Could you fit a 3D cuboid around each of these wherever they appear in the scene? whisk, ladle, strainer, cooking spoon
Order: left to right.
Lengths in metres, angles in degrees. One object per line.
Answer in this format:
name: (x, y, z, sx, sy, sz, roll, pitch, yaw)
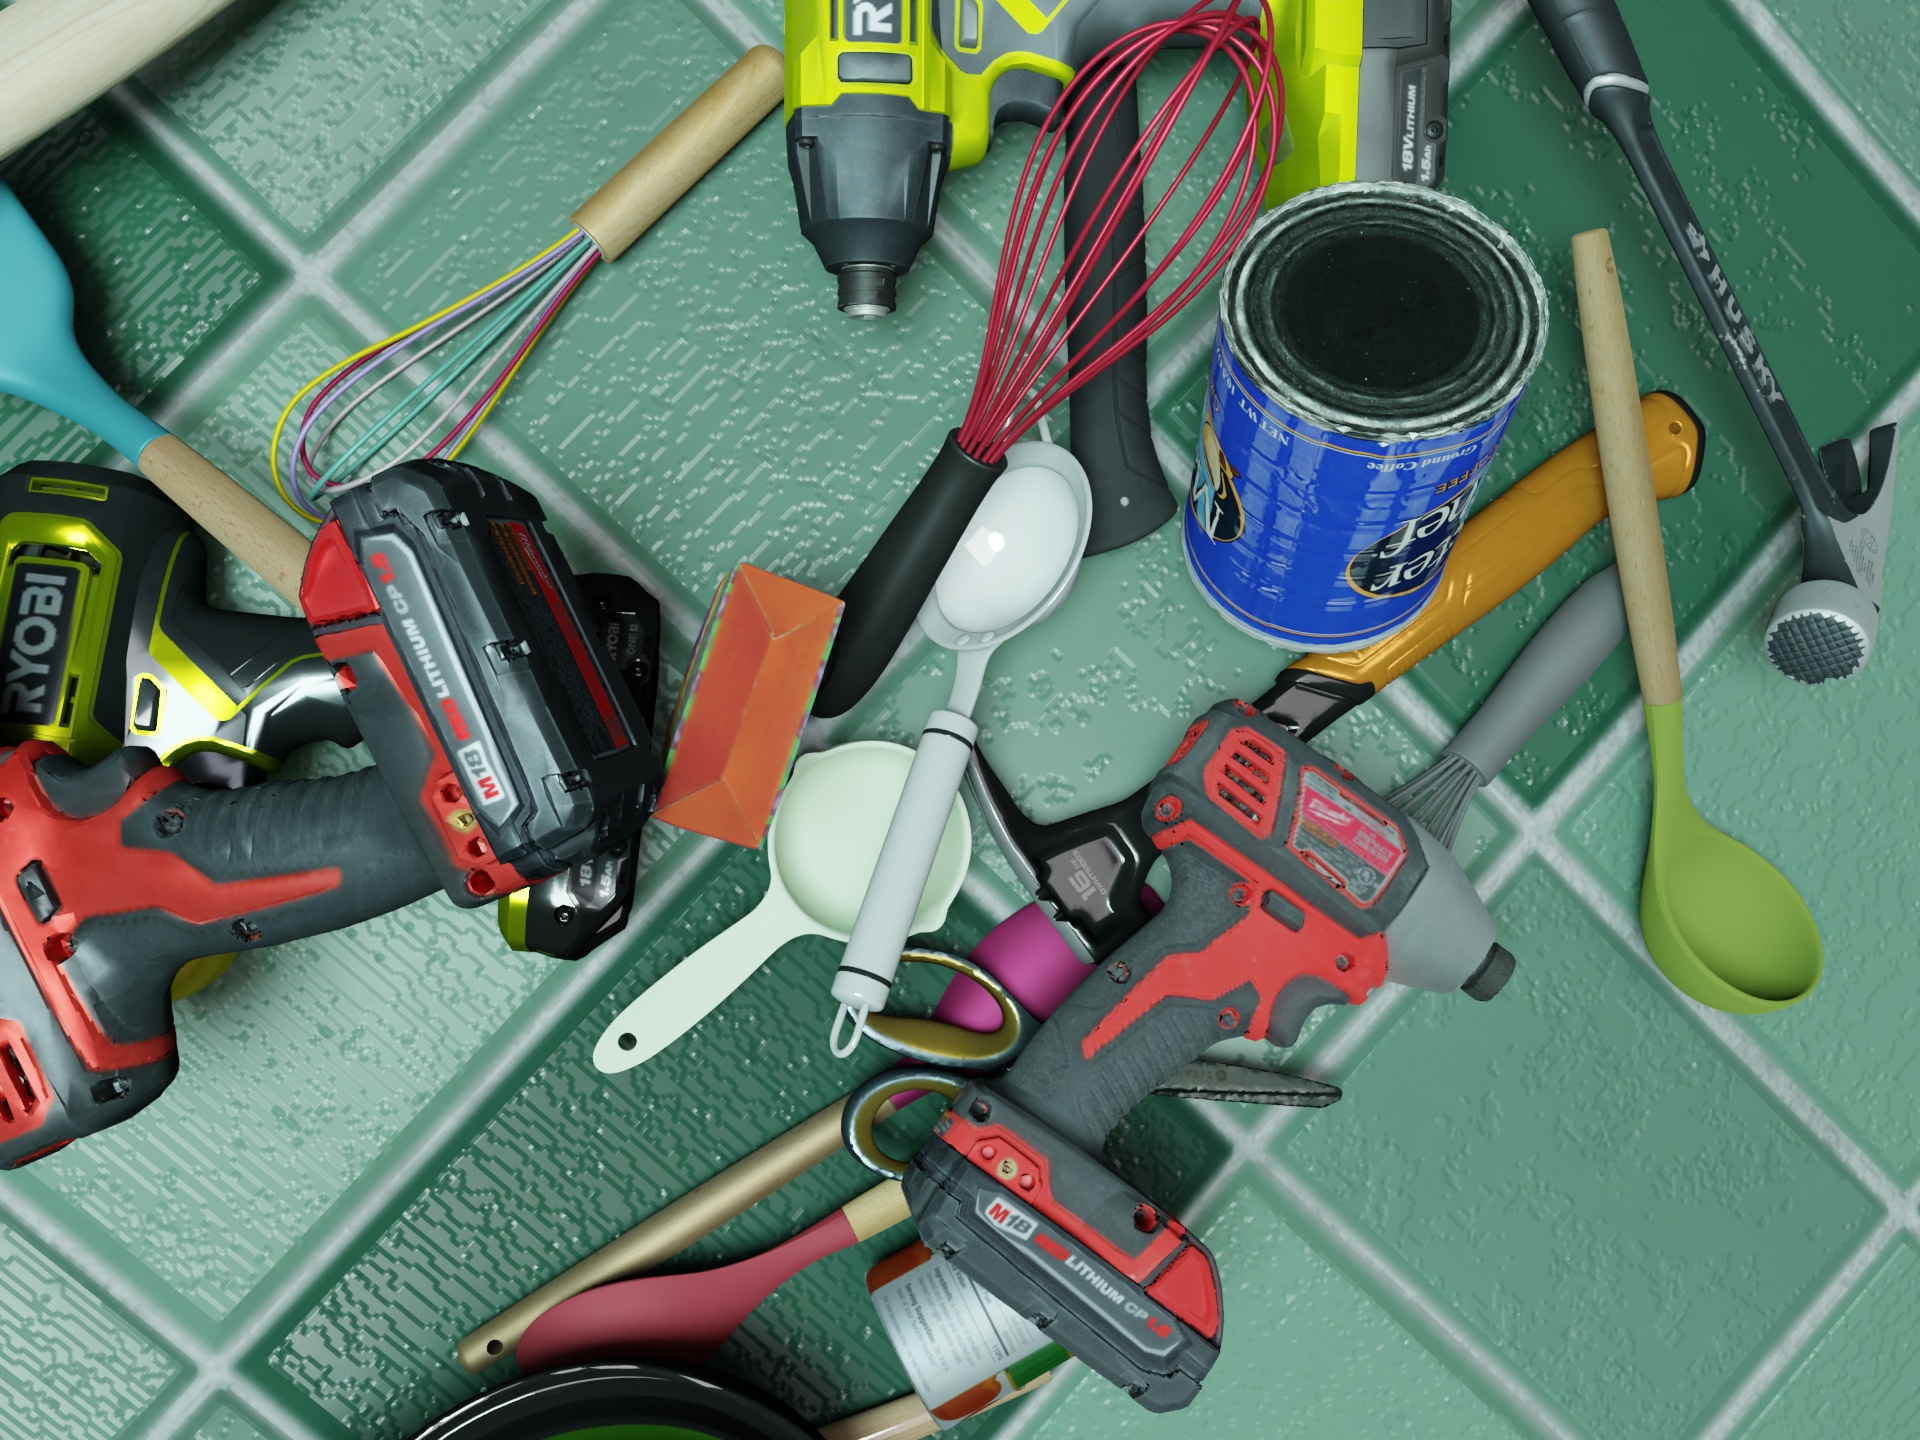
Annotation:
whisk: (-0.153, -0.163, 0.578, 0.047, 0.051, 0.245, 44, 82, -3)
cooking spoon: (-0.050, 0.160, 0.618, 0.319, 0.017, 0.068, -31, 97, -8)
ladle: (-0.020, 0.183, 0.617, 0.315, 0.031, 0.069, -26, 131, -11)
strainer: (-0.001, -0.002, 0.574, 0.050, 0.087, 0.258, 37, 63, -39)
whisk: (0.016, -0.108, 0.538, 0.073, 0.073, 0.295, 29, 122, -10)
whisk: (0.205, 0.017, 0.643, 0.055, 0.055, 0.239, 45, 80, -8)
ladle: (0.283, -0.033, 0.623, 0.078, 0.062, 0.320, -25, 107, -34)

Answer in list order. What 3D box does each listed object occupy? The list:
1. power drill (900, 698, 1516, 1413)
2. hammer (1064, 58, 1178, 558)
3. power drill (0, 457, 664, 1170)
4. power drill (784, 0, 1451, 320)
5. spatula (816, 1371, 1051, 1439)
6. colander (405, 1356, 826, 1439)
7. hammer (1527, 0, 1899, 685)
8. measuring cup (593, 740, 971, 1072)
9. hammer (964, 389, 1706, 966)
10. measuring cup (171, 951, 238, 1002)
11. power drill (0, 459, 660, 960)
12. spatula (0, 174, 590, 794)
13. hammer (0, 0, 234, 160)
power drill: (0.090, 0.115, 0.557, 0.143, 0.078, 0.220, 35, 79, 3)
hammer: (0.049, -0.230, 0.613, 0.146, 0.035, 0.335, -2, 93, -10)
power drill: (-0.222, 0.003, 0.453, 0.226, 0.080, 0.188, -25, 92, 6)
power drill: (0.050, -0.226, 0.559, 0.223, 0.080, 0.171, 0, 94, -7)
spatula: (-0.114, 0.304, 0.613, 0.316, 0.018, 0.060, -18, 97, -8)
colander: (-0.037, 0.328, 0.535, 0.397, 0.094, 0.204, 4, 95, -18)
hammer: (0.252, -0.216, 0.585, 0.408, 0.036, 0.149, 56, 48, -15)
measuring cup: (-0.071, 0.073, 0.603, 0.167, 0.038, 0.083, -39, 98, -4)
hammer: (0.159, -0.035, 0.635, 0.337, 0.034, 0.127, -36, 90, -9)
measuring cup: (-0.329, 0.047, 0.560, 0.156, 0.029, 0.062, 35, 86, -12)
power drill: (-0.225, 0.020, 0.541, 0.228, 0.080, 0.191, 6, 78, -9)
spatula: (-0.239, -0.073, 0.501, 0.317, 0.044, 0.082, 38, 69, 6)
hammer: (-0.232, -0.253, 0.521, 0.146, 0.038, 0.411, 46, 72, -9)
